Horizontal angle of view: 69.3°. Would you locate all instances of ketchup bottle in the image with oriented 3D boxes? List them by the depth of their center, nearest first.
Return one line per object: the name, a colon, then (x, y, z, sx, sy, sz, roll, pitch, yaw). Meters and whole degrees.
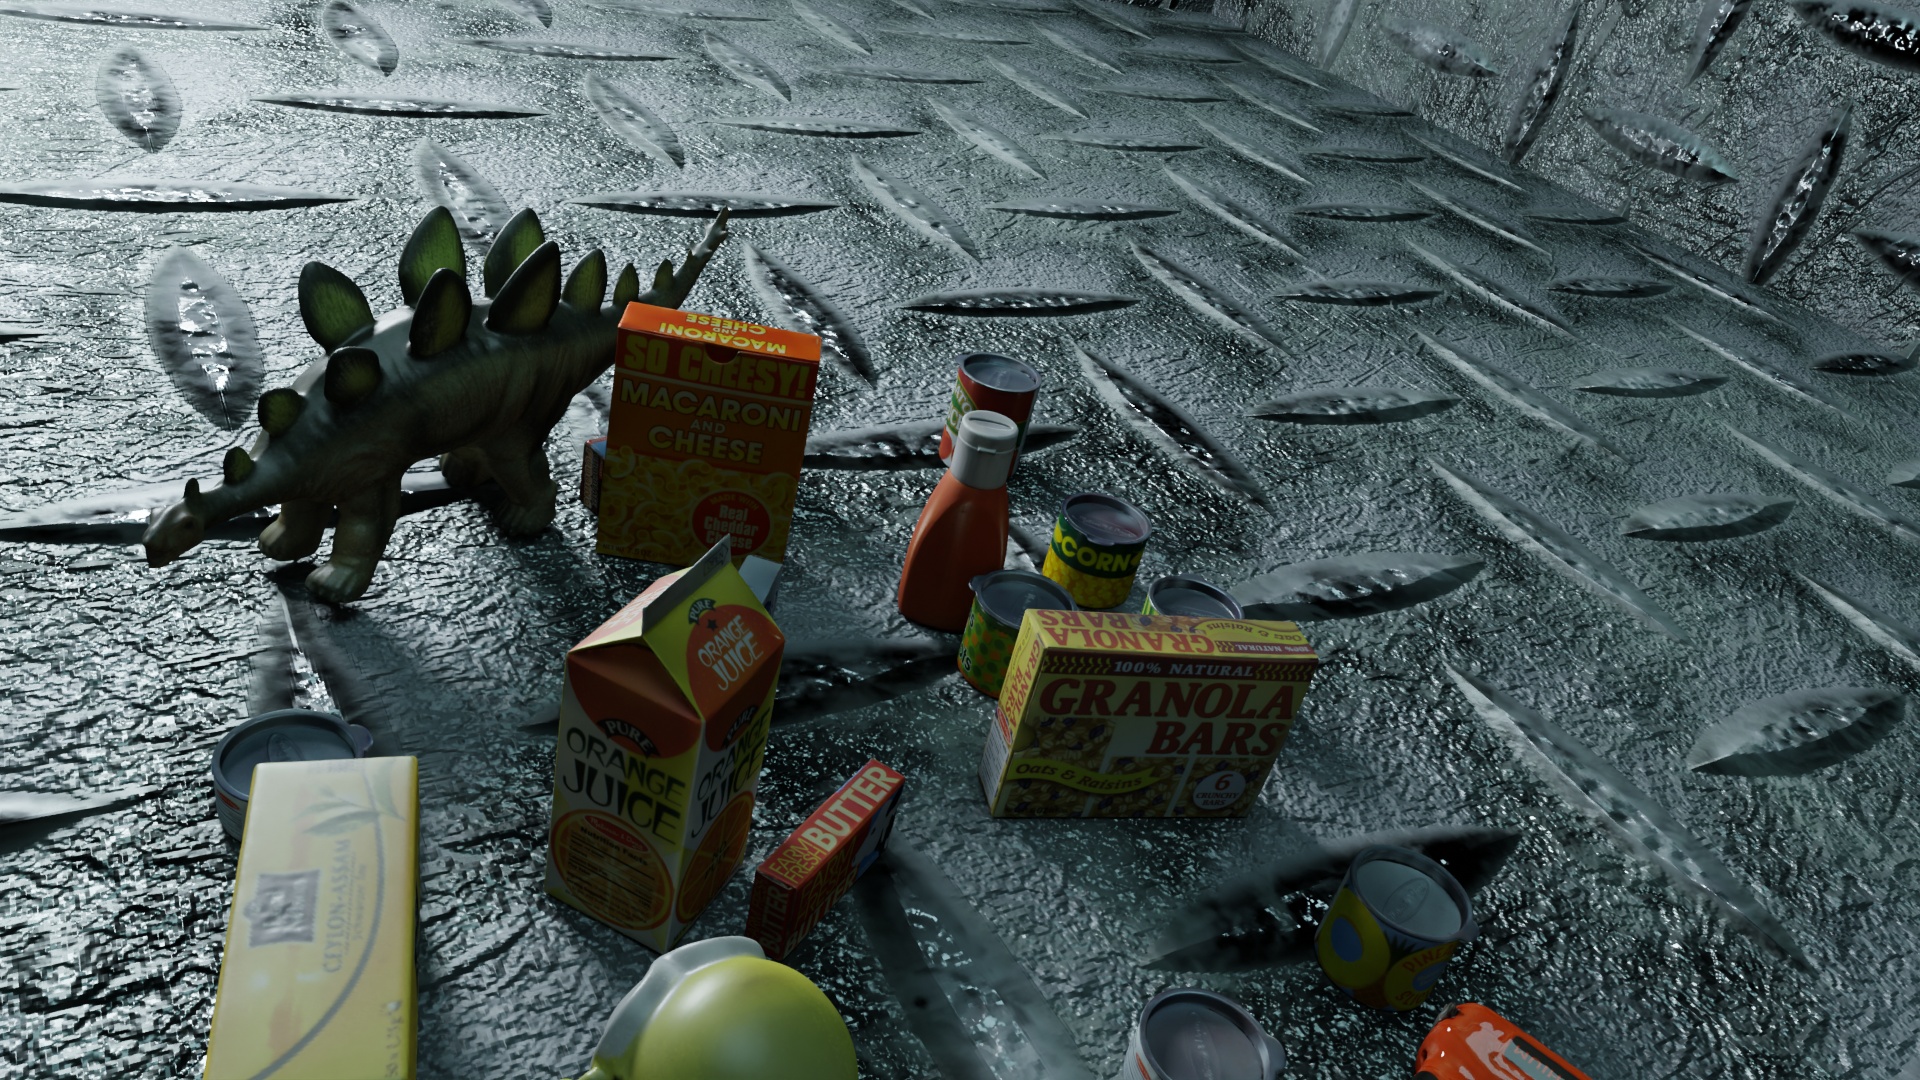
ketchup bottle: (0.003, -0.011, 0.900, 0.065, 0.148, 0.044, 12, 32, -5)

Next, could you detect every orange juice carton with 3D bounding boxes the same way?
orange juice carton: (-0.136, 0.091, 0.641, 0.073, 0.191, 0.072, 23, 32, 13)

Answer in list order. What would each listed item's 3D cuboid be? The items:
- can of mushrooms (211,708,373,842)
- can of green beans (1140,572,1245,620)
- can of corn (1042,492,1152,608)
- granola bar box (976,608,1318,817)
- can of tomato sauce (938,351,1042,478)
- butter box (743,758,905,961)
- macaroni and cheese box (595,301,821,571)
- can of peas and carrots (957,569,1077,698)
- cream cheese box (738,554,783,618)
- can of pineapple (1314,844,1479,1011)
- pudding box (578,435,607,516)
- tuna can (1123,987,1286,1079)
can of mushrooms: (-0.323, 0.115, 0.676, 0.071, 0.033, 0.071, 11, 32, -7)
can of green beans: (0.149, 0.066, 0.925, 0.071, 0.057, 0.071, 11, 32, -7)
can of corn: (0.096, 0.008, 0.993, 0.071, 0.058, 0.071, 11, 32, -7)
granola bar box: (0.105, 0.101, 0.788, 0.166, 0.123, 0.039, 4, 33, -18)
can of tomato sauce: (0.021, -0.099, 1.107, 0.071, 0.082, 0.071, 11, 32, -7)
butter box: (-0.067, 0.158, 0.696, 0.024, 0.052, 0.104, 26, 33, 18)
macaroni and cheese box: (-0.162, -0.059, 0.890, 0.124, 0.165, 0.040, 9, 32, -9)
can of peas and carrots: (0.033, 0.060, 0.886, 0.071, 0.058, 0.071, 11, 32, -7)
cream cheese box: (-0.133, 0.058, 0.825, 0.024, 0.053, 0.104, 15, 32, 1)
can of pineapple: (0.230, 0.207, 0.737, 0.071, 0.057, 0.071, 11, 32, -7)
pudding box: (-0.221, -0.052, 0.965, 0.030, 0.049, 0.084, 36, 37, 30)
tuna can: (0.114, 0.247, 0.651, 0.071, 0.032, 0.071, 11, 32, -7)
